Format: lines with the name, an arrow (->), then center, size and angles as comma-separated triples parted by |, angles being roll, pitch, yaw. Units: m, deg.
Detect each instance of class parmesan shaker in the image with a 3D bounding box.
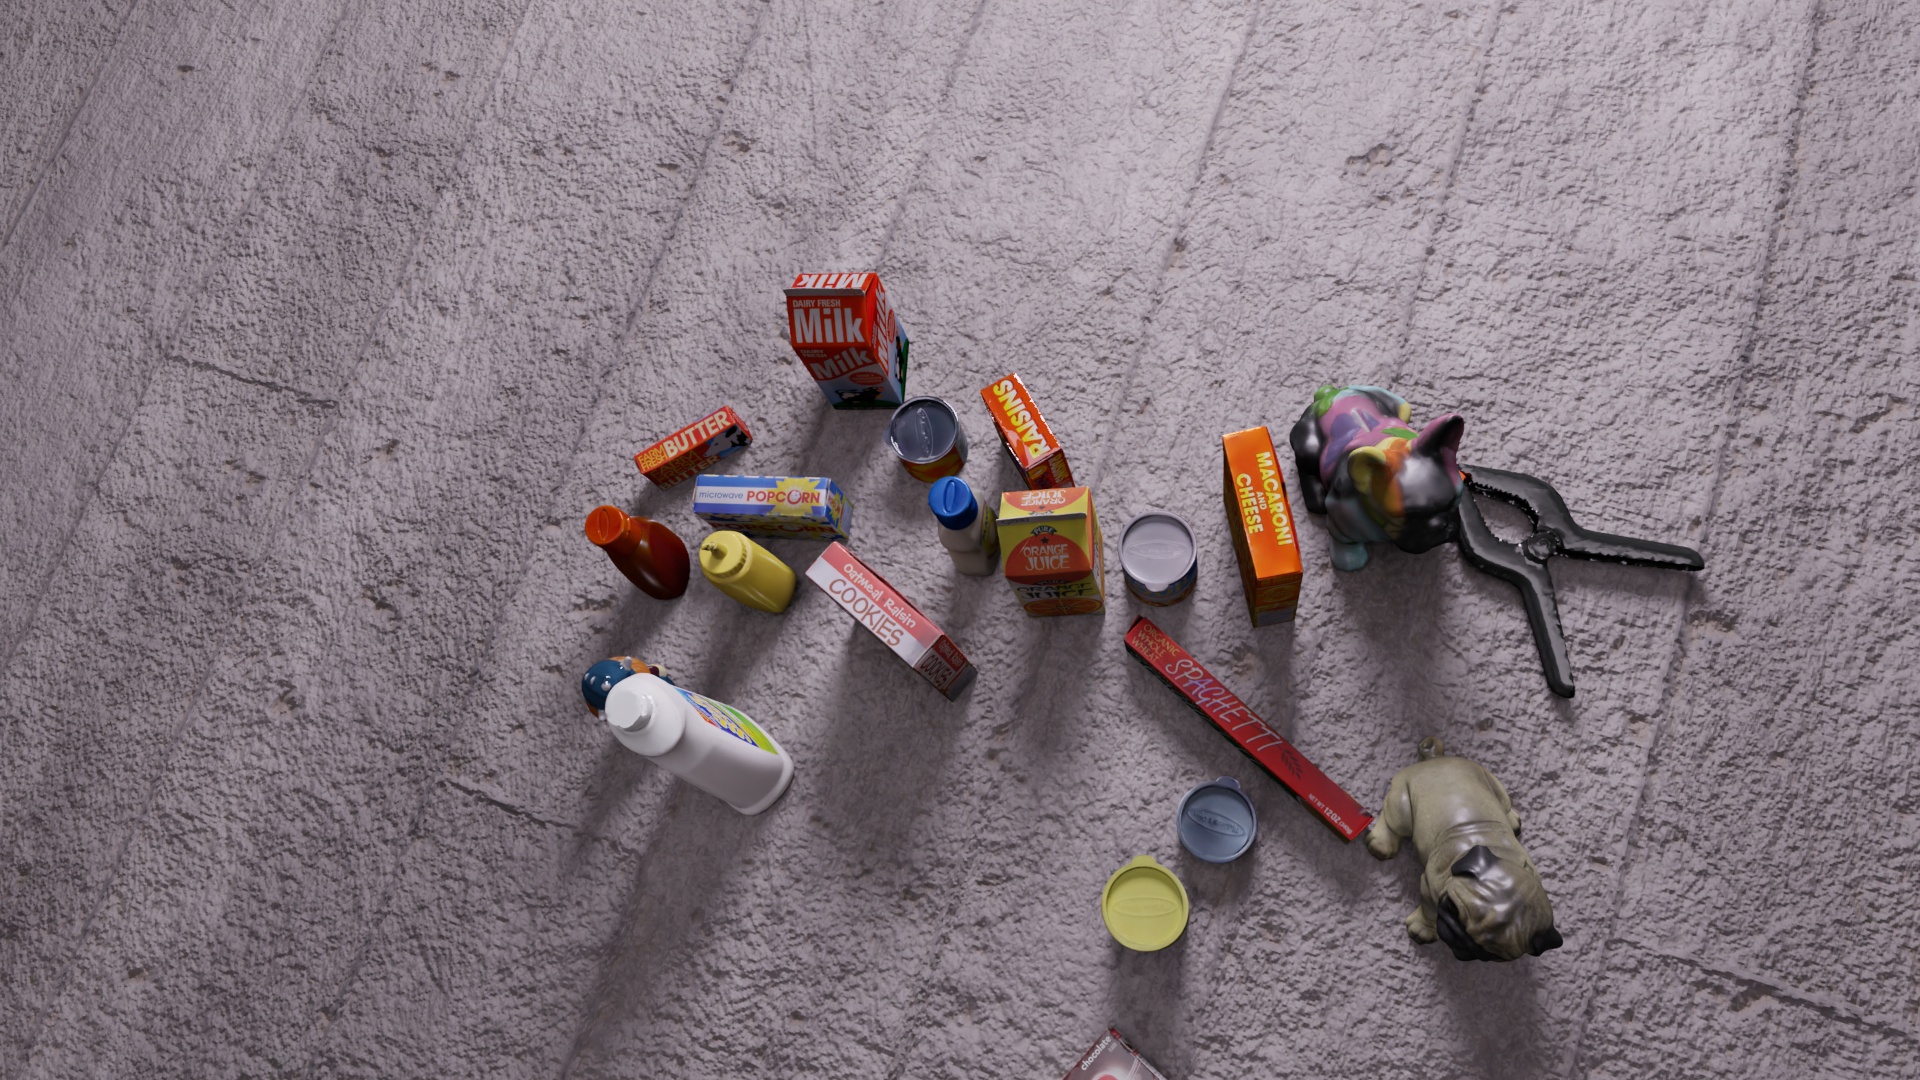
parmesan shaker -> 0.149, 0.290, 1.106 | 0.071, 0.103, 0.071 | -3, 73, 10

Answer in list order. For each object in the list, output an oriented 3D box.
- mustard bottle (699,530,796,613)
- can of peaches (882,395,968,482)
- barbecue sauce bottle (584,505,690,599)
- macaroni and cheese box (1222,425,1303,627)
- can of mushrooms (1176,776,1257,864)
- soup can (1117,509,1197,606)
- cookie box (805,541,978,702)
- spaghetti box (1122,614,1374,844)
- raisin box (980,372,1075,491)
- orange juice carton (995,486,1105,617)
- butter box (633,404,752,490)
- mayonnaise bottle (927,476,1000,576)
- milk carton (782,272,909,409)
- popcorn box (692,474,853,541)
mustard bottle -> -0.192, 0.024, 1.219 | 0.065, 0.160, 0.049 | 17, 78, 15
can of peaches -> -0.031, -0.092, 1.279 | 0.071, 0.058, 0.071 | -3, 73, 10
barbecue sauce bottle -> -0.289, 0.007, 1.248 | 0.043, 0.148, 0.065 | -9, 72, 8
macaroni and cheese box -> 0.248, -0.008, 1.145 | 0.040, 0.166, 0.124 | -12, 72, 7
can of mushrooms -> 0.213, 0.232, 1.149 | 0.071, 0.033, 0.071 | -3, 73, 10
soup can -> 0.171, 0.019, 1.195 | 0.071, 0.083, 0.071 | -3, 73, 10
cookie box -> -0.054, 0.071, 1.176 | 0.123, 0.167, 0.040 | 39, 84, 18
spaghetti box -> 0.235, 0.156, 1.159 | 0.250, 0.050, 0.029 | 42, 85, 19
raisin box -> 0.061, -0.085, 1.226 | 0.040, 0.123, 0.086 | -29, 71, 1
orange juice carton -> 0.078, 0.007, 1.158 | 0.072, 0.192, 0.073 | -4, 73, 9
butter box -> -0.254, -0.087, 1.321 | 0.103, 0.053, 0.024 | -29, 71, 1
mayonnaise bottle -> 0.004, -0.015, 1.202 | 0.041, 0.147, 0.065 | 3, 74, 11
milk carton -> -0.101, -0.185, 1.250 | 0.072, 0.190, 0.073 | 0, 74, 11
popcorn box -> -0.171, -0.029, 1.271 | 0.127, 0.085, 0.038 | 2, 74, 11
